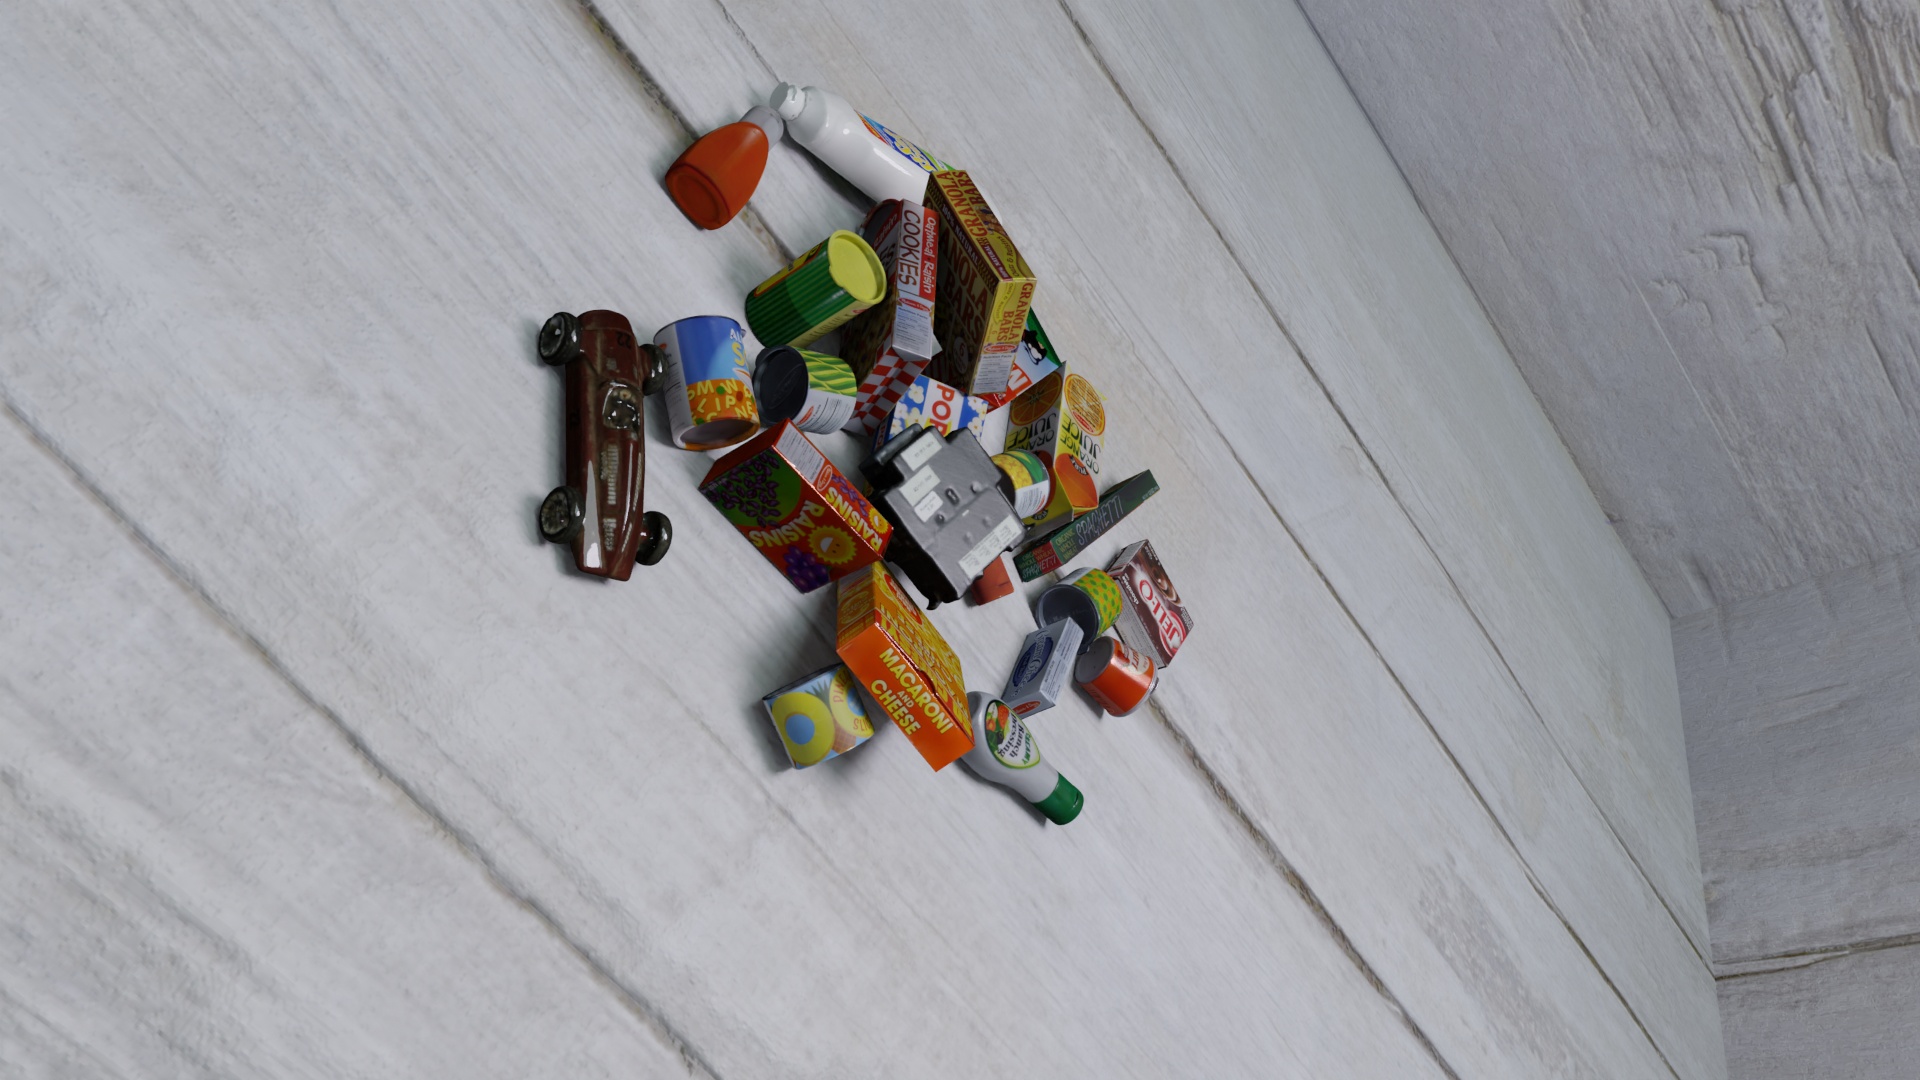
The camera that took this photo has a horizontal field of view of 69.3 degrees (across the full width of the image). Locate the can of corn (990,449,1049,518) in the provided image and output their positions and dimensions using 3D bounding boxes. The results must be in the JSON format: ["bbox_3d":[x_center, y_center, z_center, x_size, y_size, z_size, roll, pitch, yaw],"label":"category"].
[{"bbox_3d":[0.039,-0.050,1.298,0.058,0.071,0.071,-20,86,-55],"label":"can of corn"}]

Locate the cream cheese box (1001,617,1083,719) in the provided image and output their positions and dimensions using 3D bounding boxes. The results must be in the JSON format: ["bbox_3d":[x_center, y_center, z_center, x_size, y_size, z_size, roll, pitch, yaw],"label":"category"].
[{"bbox_3d":[0.073,0.116,1.252,0.024,0.053,0.104,50,38,-18],"label":"cream cheese box"}]

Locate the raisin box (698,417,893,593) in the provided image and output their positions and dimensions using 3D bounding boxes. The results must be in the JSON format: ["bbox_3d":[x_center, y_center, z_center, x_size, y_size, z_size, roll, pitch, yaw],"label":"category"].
[{"bbox_3d":[-0.123,-0.024,1.054,0.123,0.086,0.040,47,37,-24],"label":"raisin box"}]

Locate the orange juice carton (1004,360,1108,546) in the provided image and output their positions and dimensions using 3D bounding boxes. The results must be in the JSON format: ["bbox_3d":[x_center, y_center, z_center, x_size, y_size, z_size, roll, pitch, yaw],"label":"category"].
[{"bbox_3d":[0.092,-0.080,1.377,0.073,0.071,0.194,40,42,-32],"label":"orange juice carton"}]

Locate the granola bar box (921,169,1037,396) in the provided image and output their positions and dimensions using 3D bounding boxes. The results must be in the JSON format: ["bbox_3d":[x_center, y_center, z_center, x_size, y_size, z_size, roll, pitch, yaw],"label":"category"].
[{"bbox_3d":[0.005,-0.226,1.216,0.039,0.123,0.166,-8,48,-23],"label":"granola bar box"}]

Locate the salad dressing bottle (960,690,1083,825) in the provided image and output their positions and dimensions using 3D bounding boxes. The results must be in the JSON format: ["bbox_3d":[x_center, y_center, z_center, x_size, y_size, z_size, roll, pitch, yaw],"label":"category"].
[{"bbox_3d":[0.048,0.188,1.184,0.147,0.044,0.064,45,41,-26],"label":"salad dressing bottle"}]

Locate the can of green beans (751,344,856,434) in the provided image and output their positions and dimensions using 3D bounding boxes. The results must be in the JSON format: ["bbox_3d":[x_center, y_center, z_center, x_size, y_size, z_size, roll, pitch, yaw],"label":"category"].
[{"bbox_3d":[-0.127,-0.121,1.125,0.058,0.071,0.071,5,66,-52],"label":"can of green beans"}]

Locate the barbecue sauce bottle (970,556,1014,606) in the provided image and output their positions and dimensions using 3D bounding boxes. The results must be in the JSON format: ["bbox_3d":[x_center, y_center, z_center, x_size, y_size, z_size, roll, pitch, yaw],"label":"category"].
[{"bbox_3d":[0.004,-0.016,1.250,0.065,0.043,0.148,-18,85,-45],"label":"barbecue sauce bottle"}]

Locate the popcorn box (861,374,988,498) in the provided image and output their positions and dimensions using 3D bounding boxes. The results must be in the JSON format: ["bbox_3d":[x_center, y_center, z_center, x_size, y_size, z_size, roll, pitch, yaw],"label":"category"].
[{"bbox_3d":[-0.031,-0.074,1.197,0.085,0.038,0.127,20,70,-23],"label":"popcorn box"}]

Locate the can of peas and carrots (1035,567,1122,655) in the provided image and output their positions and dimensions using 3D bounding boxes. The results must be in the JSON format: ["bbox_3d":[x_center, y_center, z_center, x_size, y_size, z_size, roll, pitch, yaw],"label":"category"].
[{"bbox_3d":[0.115,0.066,1.324,0.059,0.070,0.071,-29,94,-56],"label":"can of peas and carrots"}]

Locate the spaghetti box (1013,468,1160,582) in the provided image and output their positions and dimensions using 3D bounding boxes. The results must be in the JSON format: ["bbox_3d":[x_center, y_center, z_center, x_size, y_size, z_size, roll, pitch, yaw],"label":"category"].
[{"bbox_3d":[0.133,-0.018,1.411,0.251,0.050,0.028,-33,95,-54],"label":"spaghetti box"}]

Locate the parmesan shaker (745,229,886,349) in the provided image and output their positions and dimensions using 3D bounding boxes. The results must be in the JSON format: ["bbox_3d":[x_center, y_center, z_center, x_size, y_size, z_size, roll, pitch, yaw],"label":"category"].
[{"bbox_3d":[-0.122,-0.203,1.147,0.071,0.103,0.071,31,47,-39],"label":"parmesan shaker"}]

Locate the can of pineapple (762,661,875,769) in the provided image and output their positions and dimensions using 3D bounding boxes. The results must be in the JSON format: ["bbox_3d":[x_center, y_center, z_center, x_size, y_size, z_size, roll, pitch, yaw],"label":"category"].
[{"bbox_3d":[-0.101,0.126,1.007,0.071,0.071,0.058,-25,91,-55],"label":"can of pineapple"}]

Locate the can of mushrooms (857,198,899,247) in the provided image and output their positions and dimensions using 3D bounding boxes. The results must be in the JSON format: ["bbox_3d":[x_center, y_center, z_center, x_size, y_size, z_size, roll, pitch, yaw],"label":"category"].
[{"bbox_3d":[-0.063,-0.285,1.300,0.033,0.071,0.071,25,52,-41],"label":"can of mushrooms"}]

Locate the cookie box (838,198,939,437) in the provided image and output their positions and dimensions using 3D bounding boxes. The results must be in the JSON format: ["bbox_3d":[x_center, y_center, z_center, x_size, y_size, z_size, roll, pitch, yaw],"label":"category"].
[{"bbox_3d":[-0.065,-0.192,1.195,0.040,0.122,0.168,17,54,-22],"label":"cookie box"}]

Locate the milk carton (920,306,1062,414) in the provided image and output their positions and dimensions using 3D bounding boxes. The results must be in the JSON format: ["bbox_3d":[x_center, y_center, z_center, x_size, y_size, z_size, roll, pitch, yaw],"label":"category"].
[{"bbox_3d":[0.017,-0.160,1.328,0.073,0.072,0.191,60,36,-7],"label":"milk carton"}]

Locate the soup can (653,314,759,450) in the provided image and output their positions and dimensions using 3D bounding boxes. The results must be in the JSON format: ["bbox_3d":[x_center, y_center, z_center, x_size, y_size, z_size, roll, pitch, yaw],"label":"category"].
[{"bbox_3d":[-0.187,-0.118,1.042,0.071,0.071,0.084,4,67,-51],"label":"soup can"}]

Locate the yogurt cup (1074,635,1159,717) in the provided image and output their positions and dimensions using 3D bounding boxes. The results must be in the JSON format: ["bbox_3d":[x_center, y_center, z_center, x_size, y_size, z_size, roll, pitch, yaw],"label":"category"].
[{"bbox_3d":[0.147,0.128,1.332,0.054,0.072,0.073,37,43,-23],"label":"yogurt cup"}]

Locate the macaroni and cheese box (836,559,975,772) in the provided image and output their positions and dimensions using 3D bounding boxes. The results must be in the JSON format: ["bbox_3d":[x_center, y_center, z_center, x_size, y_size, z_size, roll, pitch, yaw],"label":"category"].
[{"bbox_3d":[-0.044,0.087,1.064,0.123,0.040,0.167,53,7,-17],"label":"macaroni and cheese box"}]

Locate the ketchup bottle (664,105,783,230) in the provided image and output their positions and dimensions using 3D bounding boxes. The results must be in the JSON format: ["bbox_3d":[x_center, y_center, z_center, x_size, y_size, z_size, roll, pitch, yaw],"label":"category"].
[{"bbox_3d":[-0.193,-0.324,1.179,0.064,0.043,0.150,50,38,-22],"label":"ketchup bottle"}]
